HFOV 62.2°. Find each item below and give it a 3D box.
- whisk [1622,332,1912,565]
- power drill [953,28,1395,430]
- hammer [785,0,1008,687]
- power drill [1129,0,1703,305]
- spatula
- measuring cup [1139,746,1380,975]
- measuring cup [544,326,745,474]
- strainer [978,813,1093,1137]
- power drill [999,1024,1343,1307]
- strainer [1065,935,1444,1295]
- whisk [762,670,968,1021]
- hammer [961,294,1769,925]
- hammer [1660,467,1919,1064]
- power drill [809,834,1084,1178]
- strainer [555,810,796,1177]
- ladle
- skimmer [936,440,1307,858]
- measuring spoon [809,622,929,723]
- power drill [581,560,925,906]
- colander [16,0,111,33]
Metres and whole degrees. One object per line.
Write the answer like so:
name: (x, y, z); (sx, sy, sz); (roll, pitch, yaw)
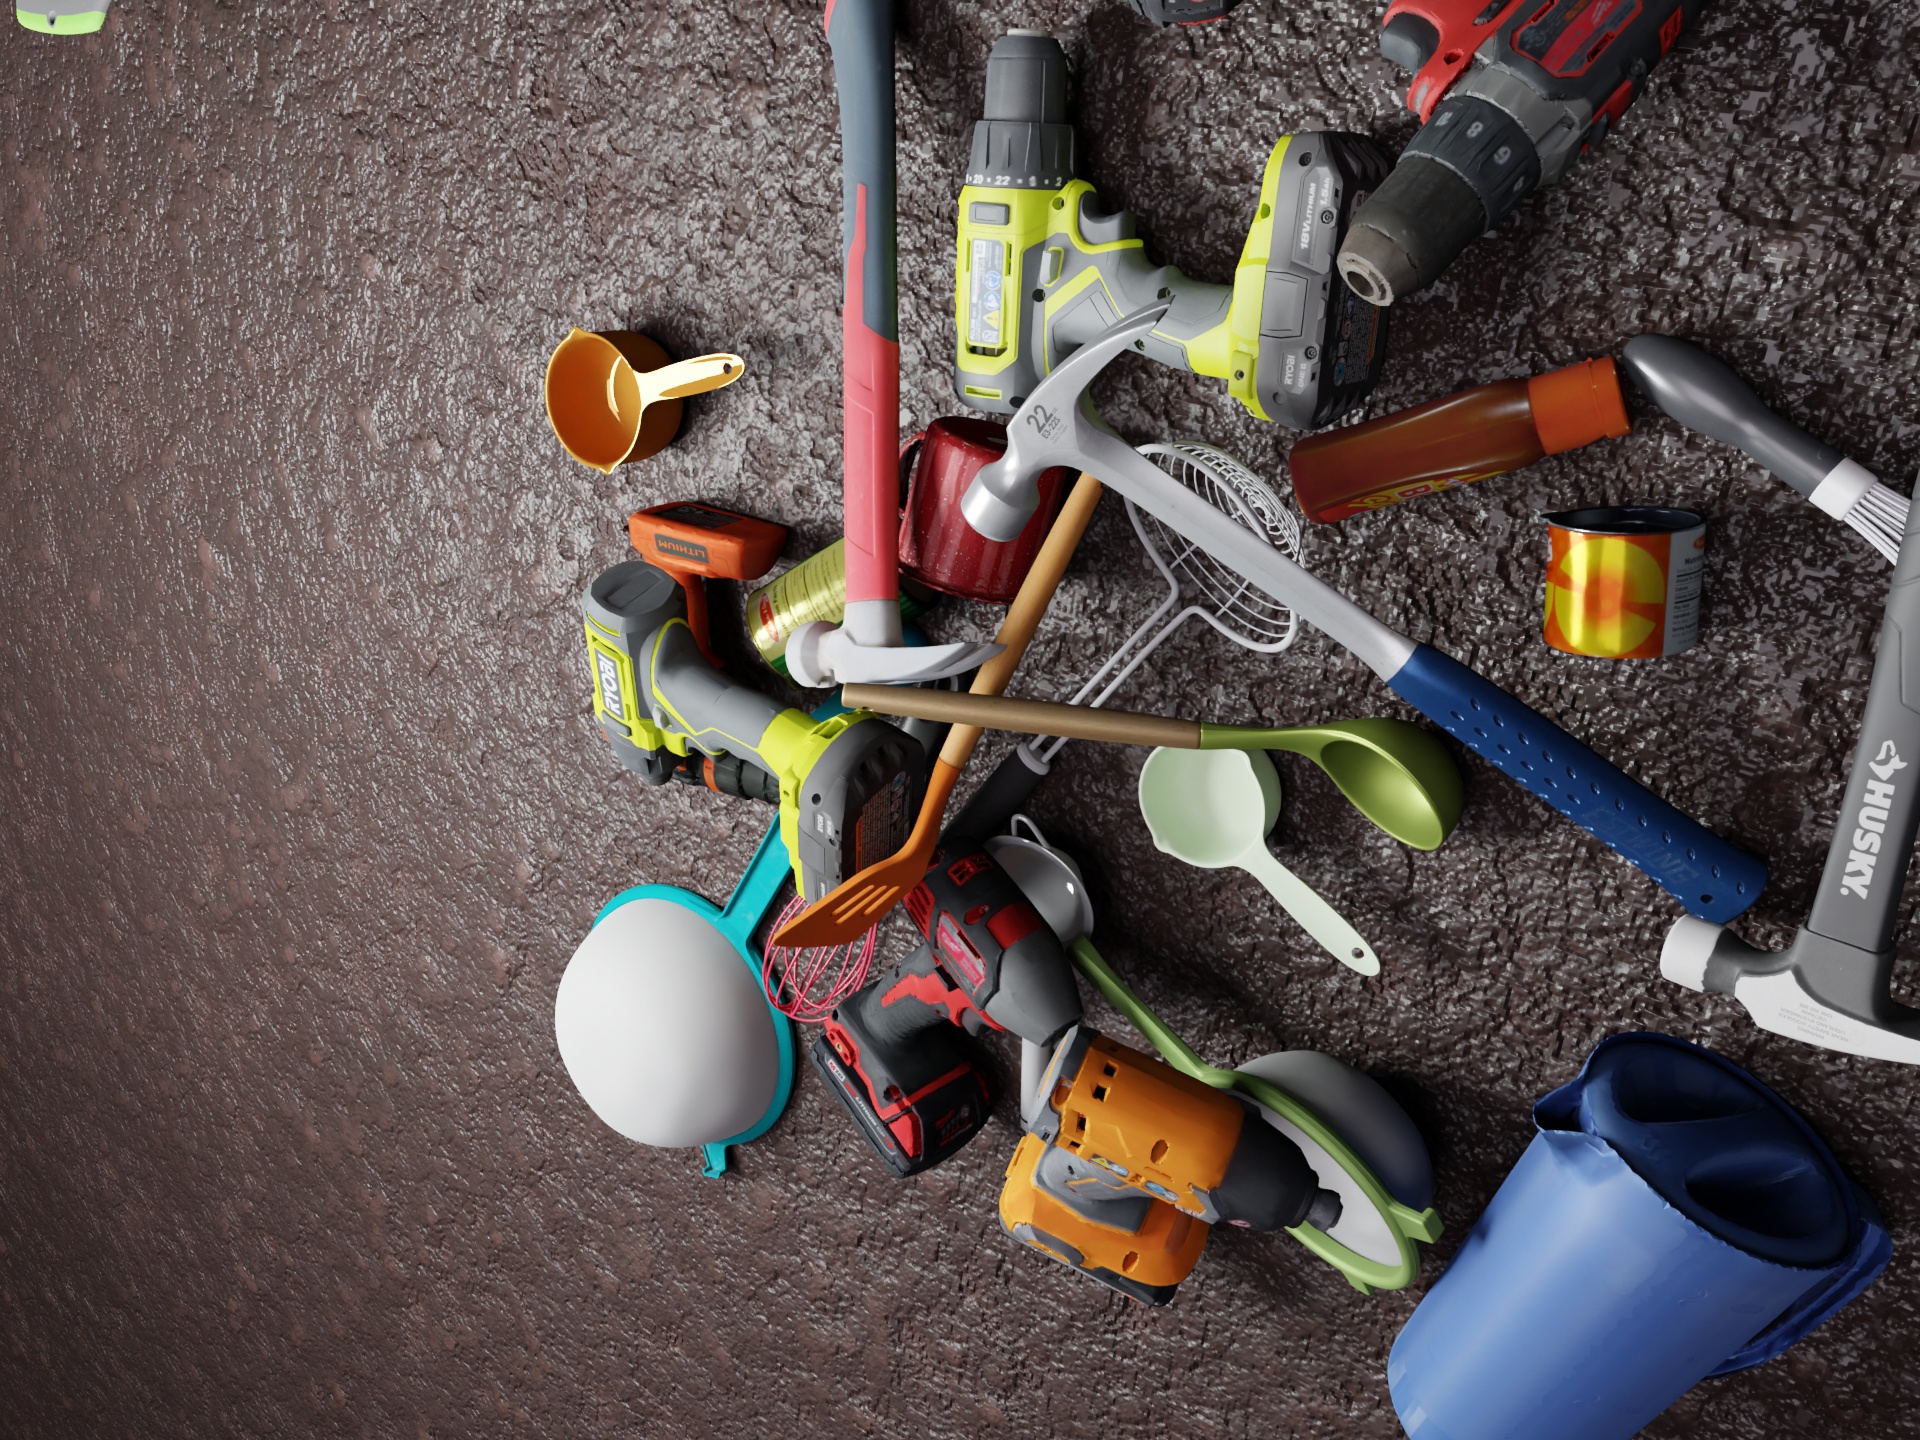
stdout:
whisk: (0.394, -0.077, 0.658); (0.285, 0.070, 0.070); (44, 126, 22)
power drill: (0.096, -0.243, 0.797); (0.229, 0.080, 0.190); (17, 114, 33)
hammer: (-0.038, -0.213, 0.852); (0.143, 0.038, 0.386); (-2, 87, 46)
power drill: (0.169, -0.297, 0.678); (0.227, 0.080, 0.188); (41, 86, 17)
spatula: (-0.001, -0.003, 0.871); (0.041, 0.081, 0.322); (32, 101, 30)
measuring cup: (0.172, 0.071, 0.873); (0.168, 0.038, 0.083); (45, 126, 12)
measuring cup: (-0.190, -0.215, 1.023); (0.174, 0.052, 0.095); (-4, 103, 34)
strainer: (0.049, 0.163, 0.989); (0.087, 0.050, 0.258); (18, 121, 33)
power drill: (0.109, 0.257, 0.885); (0.164, 0.084, 0.226); (25, 150, 7)
strainer: (0.169, 0.199, 0.892); (0.256, 0.069, 0.151); (43, 158, 22)
whisk: (-0.060, 0.083, 1.029); (0.073, 0.073, 0.295); (35, 116, 21)
hammer: (0.199, -0.037, 0.735); (0.405, 0.035, 0.144); (34, 130, -1)
hammer: (0.382, -0.018, 0.626); (0.146, 0.035, 0.334); (21, 118, 42)
power drill: (-0.004, 0.183, 0.974); (0.143, 0.078, 0.219); (50, 138, 20)
strainer: (-0.202, 0.191, 1.138); (0.211, 0.095, 0.340); (44, 126, 16)
ladle: (0.095, 0.016, 0.816); (0.320, 0.078, 0.062); (7, 69, 5)
skimmer: (0.060, -0.008, 0.890); (0.127, 0.090, 0.363); (49, 127, 11)
measuring spoon: (-0.072, -0.013, 0.997); (0.128, 0.021, 0.042); (-42, 80, 14)
power drill: (-0.132, 0.019, 0.968); (0.223, 0.080, 0.171); (32, 143, 23)
colander: (-0.562, -0.669, 1.123); (0.205, 0.094, 0.397); (17, 96, 30)
